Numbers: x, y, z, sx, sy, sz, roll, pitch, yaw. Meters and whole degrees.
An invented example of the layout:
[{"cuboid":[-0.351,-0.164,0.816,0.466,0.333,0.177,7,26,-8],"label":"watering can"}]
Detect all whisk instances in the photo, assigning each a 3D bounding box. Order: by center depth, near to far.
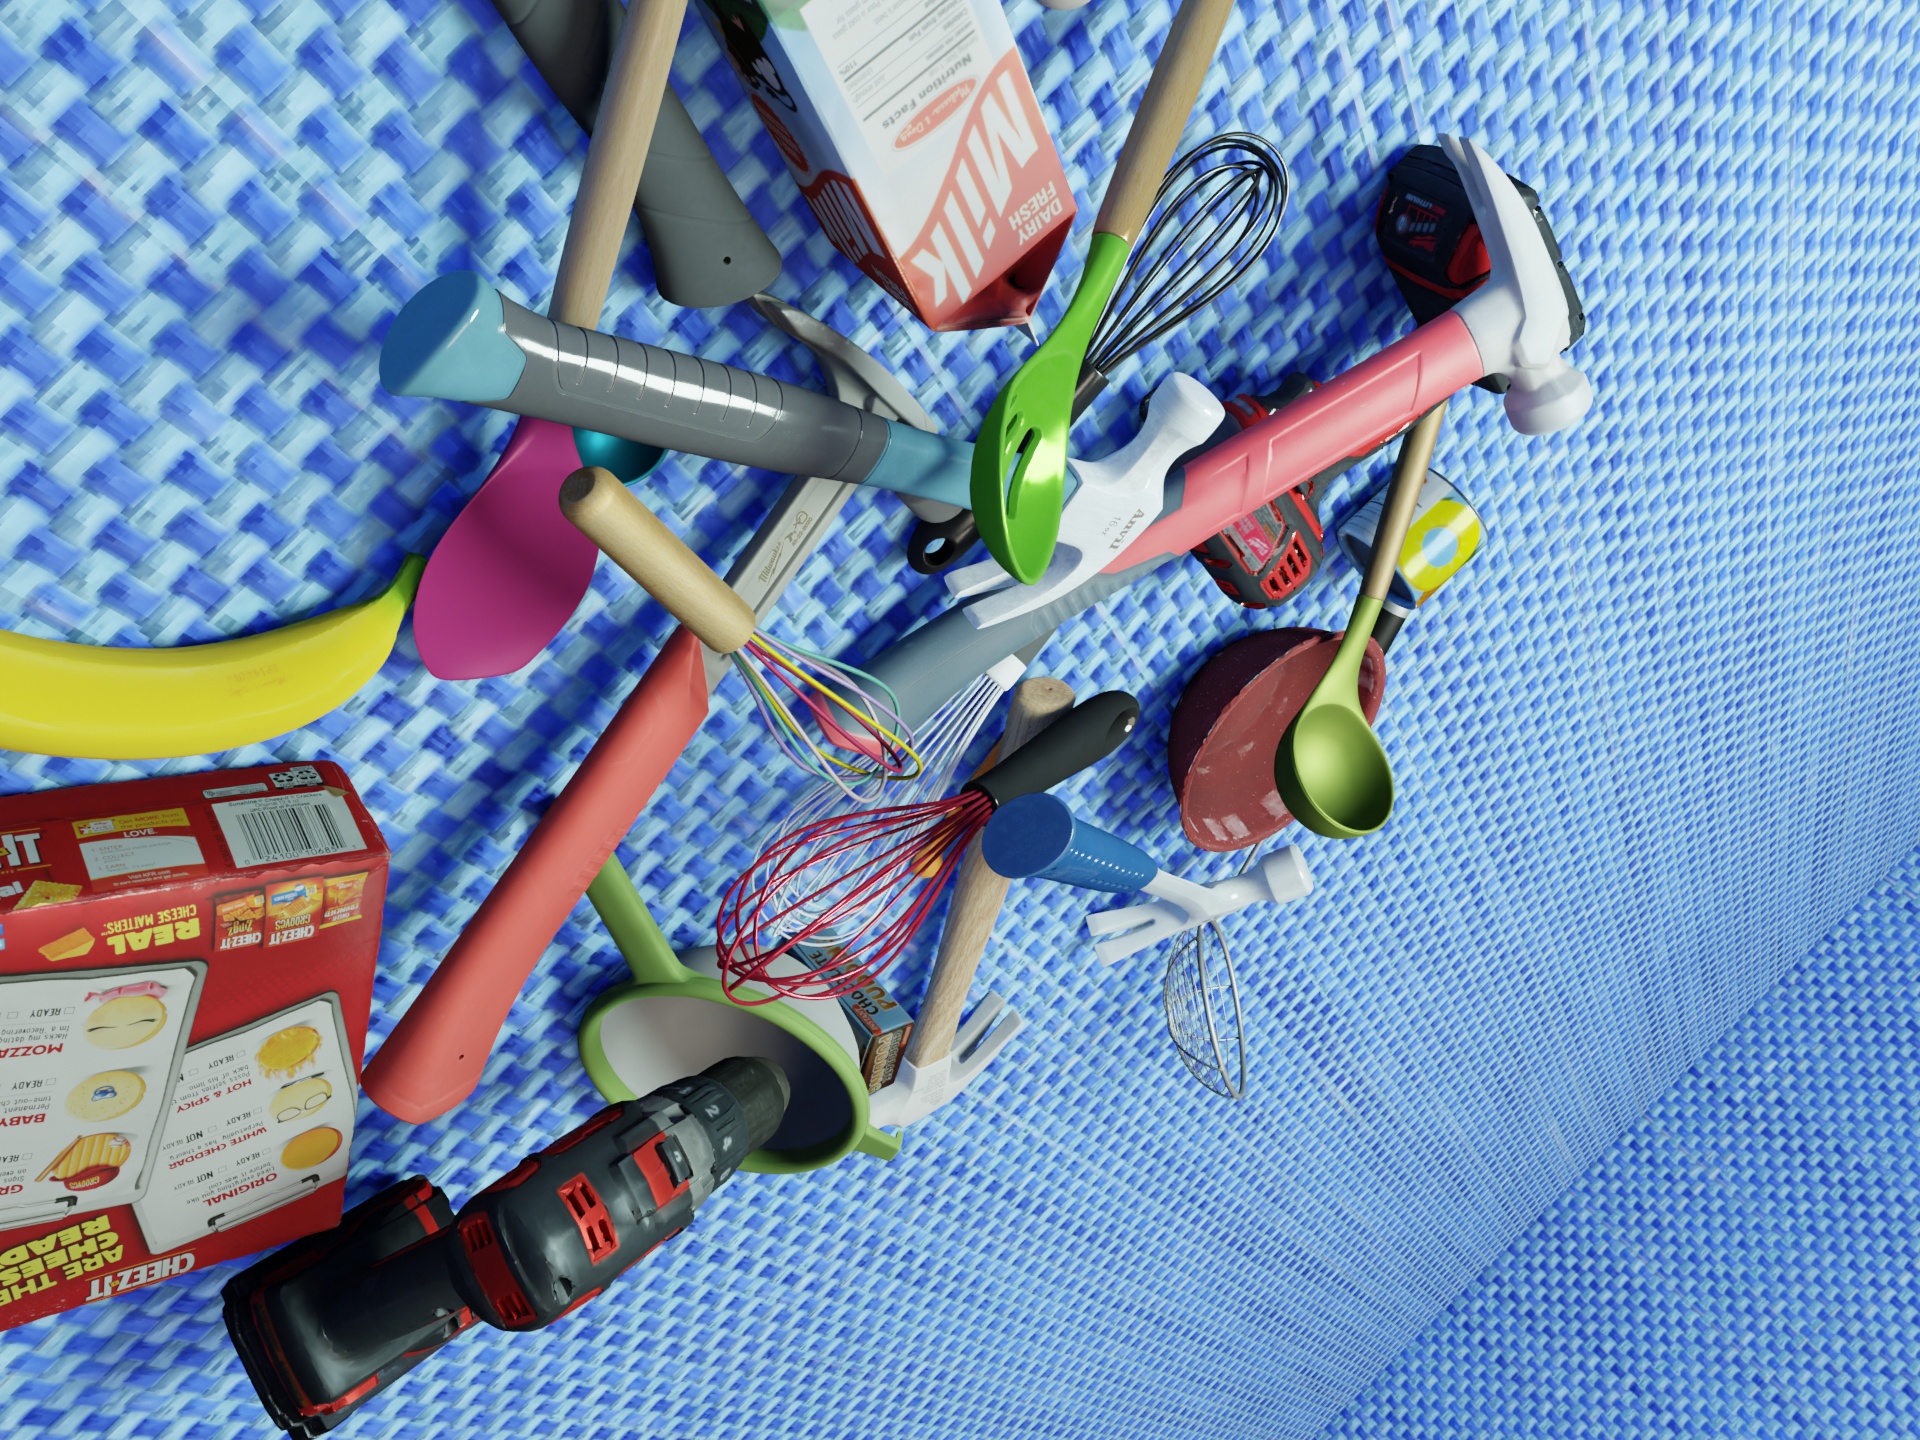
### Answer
[{"cuboid":[-0.074,-0.026,0.612,0.051,0.047,0.244,-50,147,-5],"label":"whisk"},{"cuboid":[0.054,-0.157,0.701,0.239,0.055,0.055,-49,143,13],"label":"whisk"},{"cuboid":[-0.004,0.047,0.736,0.296,0.073,0.073,-31,144,-43],"label":"whisk"},{"cuboid":[-0.001,-0.003,0.788,0.284,0.070,0.070,-50,143,-1],"label":"whisk"}]

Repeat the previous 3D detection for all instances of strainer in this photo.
[{"cuboid":[-0.128,0.119,0.777,0.069,0.151,0.256,-69,145,-48],"label":"strainer"}]

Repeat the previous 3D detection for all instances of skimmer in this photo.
[{"cuboid":[0.232,0.088,1.065,0.363,0.090,0.127,-65,174,21],"label":"skimmer"}]

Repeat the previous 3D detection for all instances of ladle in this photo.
[{"cuboid":[0.240,-0.090,0.865,0.078,0.062,0.320,9,101,-32],"label":"ladle"}]

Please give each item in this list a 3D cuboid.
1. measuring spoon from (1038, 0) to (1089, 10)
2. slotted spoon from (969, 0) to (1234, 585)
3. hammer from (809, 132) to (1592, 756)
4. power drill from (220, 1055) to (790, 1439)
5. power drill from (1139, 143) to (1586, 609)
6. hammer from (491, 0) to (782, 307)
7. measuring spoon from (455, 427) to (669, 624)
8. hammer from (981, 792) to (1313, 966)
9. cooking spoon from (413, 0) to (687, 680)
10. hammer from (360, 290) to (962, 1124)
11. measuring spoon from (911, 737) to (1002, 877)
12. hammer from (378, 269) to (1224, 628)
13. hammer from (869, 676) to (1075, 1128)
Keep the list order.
[{"cuboid":[0.011,-0.281,0.560,0.124,0.018,0.034,2,124,-43],"label":"measuring spoon"},{"cuboid":[0.064,-0.197,0.586,0.314,0.031,0.070,-69,155,-11],"label":"slotted spoon"},{"cuboid":[0.093,-0.108,0.726,0.386,0.038,0.143,-30,115,4],"label":"hammer"},{"cuboid":[-0.195,0.224,0.712,0.226,0.080,0.188,-30,176,28],"label":"power drill"},{"cuboid":[0.187,-0.168,0.785,0.219,0.079,0.143,-43,132,5],"label":"power drill"},{"cuboid":[-0.148,-0.261,0.418,0.149,0.036,0.408,-42,144,-5],"label":"hammer"},{"cuboid":[-0.162,-0.080,0.597,0.128,0.021,0.042,-41,142,11],"label":"measuring spoon"},{"cuboid":[0.091,0.086,0.852,0.144,0.035,0.405,-23,163,15],"label":"hammer"},{"cuboid":[-0.128,-0.135,0.526,0.068,0.017,0.318,-9,138,-41],"label":"cooking spoon"},{"cuboid":[-0.135,0.006,0.645,0.359,0.037,0.149,-55,144,0],"label":"hammer"},{"cuboid":[0.011,0.042,0.875,0.021,0.011,0.117,20,110,-51],"label":"measuring spoon"},{"cuboid":[-0.045,-0.103,0.583,0.330,0.033,0.128,6,131,-43],"label":"hammer"},{"cuboid":[0.008,0.114,0.910,0.130,0.031,0.331,-18,137,-39],"label":"hammer"}]
